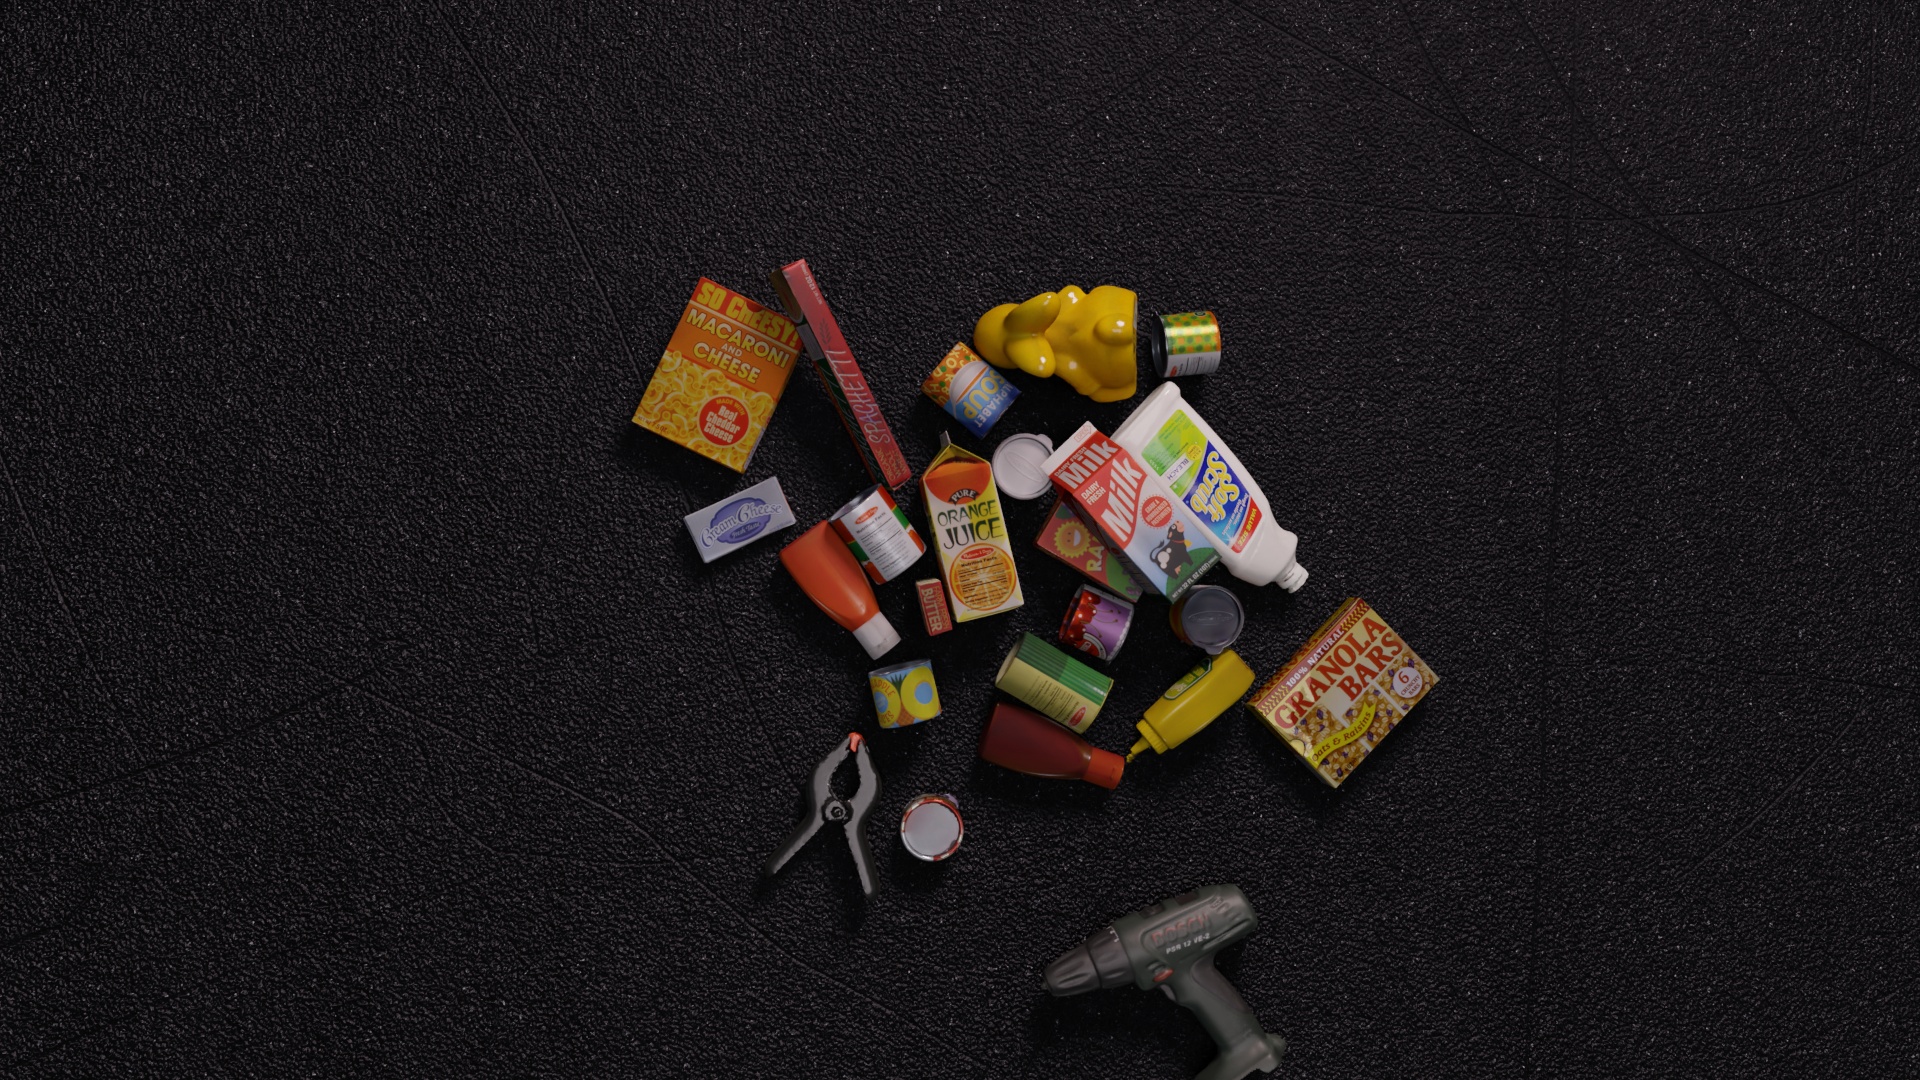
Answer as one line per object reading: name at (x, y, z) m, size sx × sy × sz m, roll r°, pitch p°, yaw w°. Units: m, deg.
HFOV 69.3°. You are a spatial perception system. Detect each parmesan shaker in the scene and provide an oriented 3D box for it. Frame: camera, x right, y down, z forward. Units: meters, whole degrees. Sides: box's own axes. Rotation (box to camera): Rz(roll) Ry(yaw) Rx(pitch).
parmesan shaker at (0.097, 0.144, 1.438) m, size 0.103 × 0.071 × 0.071 m, roll 30°, pitch 87°, yaw -3°

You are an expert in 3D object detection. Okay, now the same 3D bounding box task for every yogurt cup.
yogurt cup at (0.064, -0.076, 1.448) m, size 0.072 × 0.054 × 0.072 m, roll 0°, pitch 89°, yaw -5°

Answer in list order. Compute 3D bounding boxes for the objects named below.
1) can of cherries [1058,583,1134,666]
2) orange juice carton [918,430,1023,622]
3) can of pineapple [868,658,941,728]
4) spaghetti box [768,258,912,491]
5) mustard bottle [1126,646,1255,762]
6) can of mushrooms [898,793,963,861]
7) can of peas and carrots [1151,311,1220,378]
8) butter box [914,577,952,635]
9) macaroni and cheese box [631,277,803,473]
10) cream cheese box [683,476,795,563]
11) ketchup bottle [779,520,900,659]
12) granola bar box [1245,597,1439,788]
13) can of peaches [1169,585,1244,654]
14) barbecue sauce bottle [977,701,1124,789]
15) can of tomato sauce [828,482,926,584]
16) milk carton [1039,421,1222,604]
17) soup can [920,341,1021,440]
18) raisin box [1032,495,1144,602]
can of cherries at (0.140, 0.088, 1.444) m, size 0.058 × 0.071 × 0.071 m, roll 24°, pitch 87°, yaw -4°
orange juice carton at (0.005, -0.018, 1.433) m, size 0.073 × 0.072 × 0.192 m, roll -14°, pitch 90°, yaw -5°
can of pineapple at (-0.058, 0.157, 1.425) m, size 0.071 × 0.071 × 0.058 m, roll -13°, pitch 91°, yaw -5°
spaghetti box at (-0.121, -0.165, 1.412) m, size 0.029 × 0.050 × 0.249 m, roll -31°, pitch 103°, yaw -19°
mustard bottle at (0.233, 0.177, 1.453) m, size 0.160 × 0.065 × 0.049 m, roll -40°, pitch 97°, yaw -1°
can of mushrooms at (-0.029, 0.296, 1.442) m, size 0.071 × 0.033 × 0.071 m, roll 0°, pitch 89°, yaw -4°
can of peas and carrots at (0.236, -0.209, 1.460) m, size 0.059 × 0.071 × 0.071 m, roll -6°, pitch 90°, yaw -5°
butter box at (-0.028, 0.066, 1.412) m, size 0.024 × 0.103 × 0.053 m, roll -14°, pitch 91°, yaw -4°
macaroni and cheese box at (-0.245, -0.169, 1.431) m, size 0.124 × 0.040 × 0.166 m, roll 25°, pitch 87°, yaw -5°
cream cheese box at (-0.228, -0.021, 1.437) m, size 0.104 × 0.024 × 0.053 m, roll -25°, pitch 91°, yaw -5°
ketchup bottle at (-0.120, 0.054, 1.435) m, size 0.065 × 0.043 × 0.149 m, roll -37°, pitch 92°, yaw -7°
granola bar box at (0.407, 0.161, 1.479) m, size 0.124 × 0.039 × 0.165 m, roll 45°, pitch 85°, yaw -2°
can of peaches at (0.257, 0.082, 1.459) m, size 0.071 × 0.058 × 0.071 m, roll 0°, pitch 89°, yaw -5°
barbecue sauce bottle at (0.096, 0.220, 1.449) m, size 0.148 × 0.043 × 0.065 m, roll 20°, pitch 88°, yaw -5°
can of tomato sauce at (-0.084, -0.007, 1.424) m, size 0.071 × 0.071 × 0.083 m, roll -37°, pitch 101°, yaw -4°
milk carton at (0.168, -0.028, 1.406) m, size 0.072 × 0.073 × 0.190 m, roll -43°, pitch 92°, yaw -6°
soup can at (0.011, -0.155, 1.436) m, size 0.084 × 0.071 × 0.071 m, roll 39°, pitch 86°, yaw -3°
raisin box at (0.150, -0.002, 1.461) m, size 0.123 × 0.040 × 0.086 m, roll 31°, pitch 87°, yaw -5°
